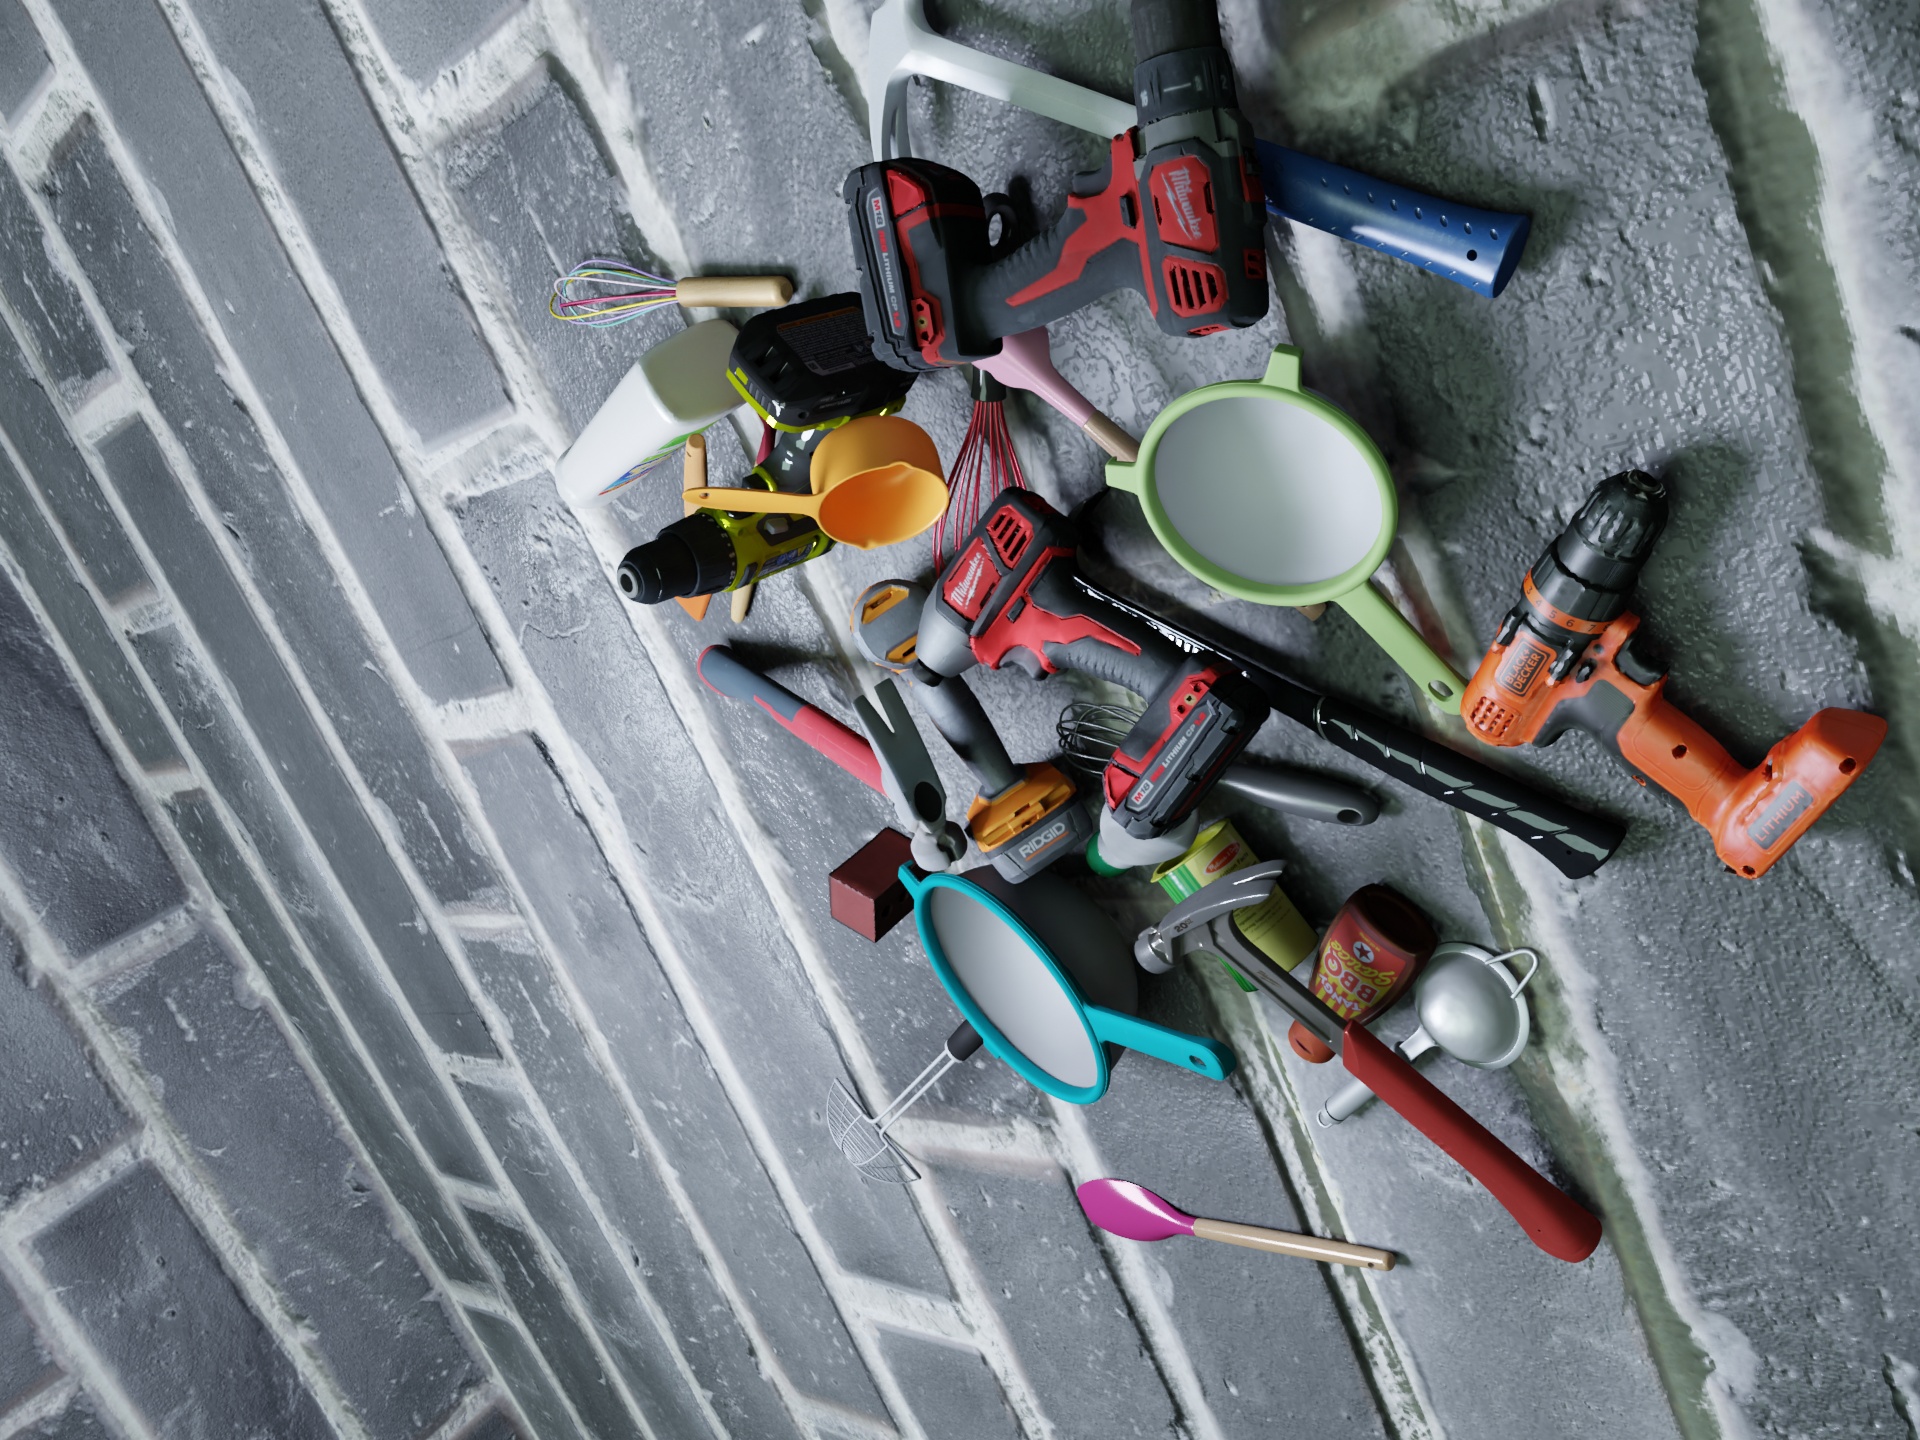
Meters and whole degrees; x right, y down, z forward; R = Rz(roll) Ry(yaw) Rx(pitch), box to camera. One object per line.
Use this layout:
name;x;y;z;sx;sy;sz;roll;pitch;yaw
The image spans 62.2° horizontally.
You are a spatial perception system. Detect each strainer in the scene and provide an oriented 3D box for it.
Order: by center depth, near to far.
strainer;0.219;-0.108;0.922;0.256;0.069;0.151;43;140;-15
strainer;0.305;0.227;1.084;0.087;0.050;0.258;56;146;22
strainer;0.102;0.189;1.173;0.340;0.095;0.210;7;128;56

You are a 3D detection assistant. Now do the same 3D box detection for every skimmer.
skimmer;-0.019;0.318;1.460;0.127;0.090;0.363;47;129;11

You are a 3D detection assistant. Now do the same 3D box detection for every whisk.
whisk;0.018;-0.194;1.044;0.073;0.073;0.295;22;126;31
whisk;0.167;0.032;1.073;0.239;0.055;0.055;15;127;31
whisk;-0.223;-0.318;1.194;0.245;0.047;0.051;10;123;35

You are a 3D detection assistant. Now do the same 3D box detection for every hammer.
hammer;0.111;-0.316;0.877;0.406;0.035;0.144;29;126;24
hammer;0.216;-0.015;1.001;0.409;0.036;0.149;29;133;25
hammer;0.285;0.230;1.035;0.359;0.037;0.149;40;143;-6
hammer;-0.123;-0.012;1.211;0.387;0.038;0.143;29;147;55

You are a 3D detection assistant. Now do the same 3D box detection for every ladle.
ladle;-0.155;-0.180;1.225;0.031;0.069;0.315;25;141;4

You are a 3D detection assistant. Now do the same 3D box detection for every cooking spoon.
cooking spoon;0.217;0.424;1.319;0.319;0.017;0.068;-8;113;46

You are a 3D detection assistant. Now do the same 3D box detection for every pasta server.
pasta server;0.102;-0.169;0.974;0.316;0.040;0.060;40;120;-2

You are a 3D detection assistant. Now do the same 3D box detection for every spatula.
spatula;-0.215;-0.157;1.247;0.081;0.041;0.322;51;166;2

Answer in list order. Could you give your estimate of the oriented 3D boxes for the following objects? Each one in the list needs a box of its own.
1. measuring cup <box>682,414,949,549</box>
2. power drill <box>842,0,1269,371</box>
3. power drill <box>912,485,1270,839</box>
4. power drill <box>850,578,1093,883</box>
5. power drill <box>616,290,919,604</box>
measuring cup;-0.094;-0.159;1.027;0.095;0.173;0.052;120;145;-55
power drill;0.052;-0.288;0.858;0.227;0.080;0.188;-4;101;32
power drill;0.072;-0.031;1.007;0.220;0.078;0.143;41;108;16
power drill;-0.002;-0.004;1.150;0.226;0.084;0.164;56;180;-7
power drill;-0.135;-0.175;1.102;0.080;0.190;0.228;48;135;14
